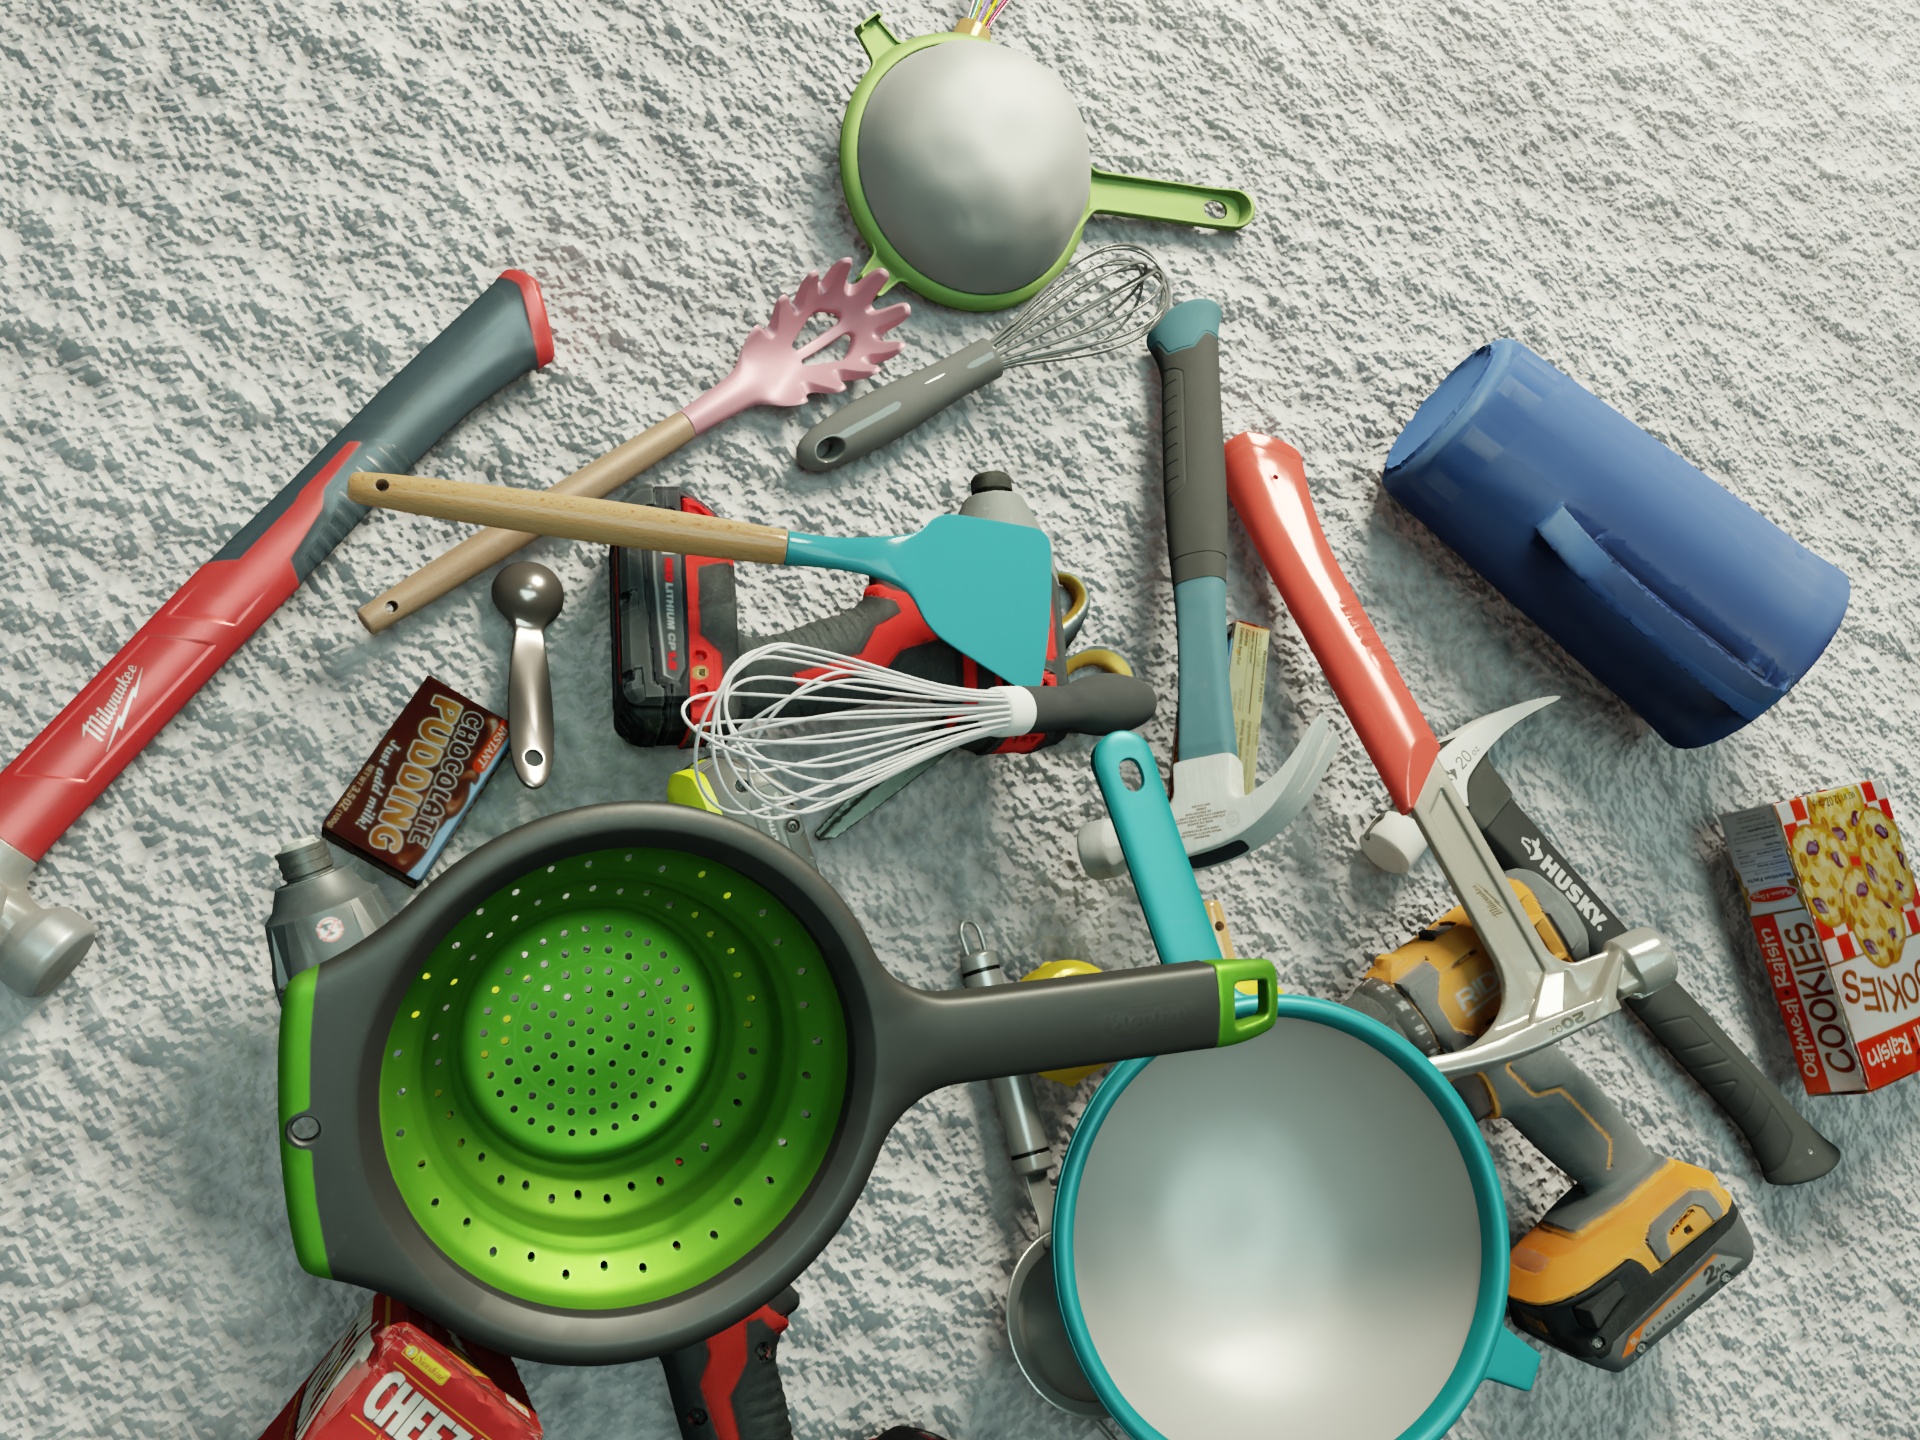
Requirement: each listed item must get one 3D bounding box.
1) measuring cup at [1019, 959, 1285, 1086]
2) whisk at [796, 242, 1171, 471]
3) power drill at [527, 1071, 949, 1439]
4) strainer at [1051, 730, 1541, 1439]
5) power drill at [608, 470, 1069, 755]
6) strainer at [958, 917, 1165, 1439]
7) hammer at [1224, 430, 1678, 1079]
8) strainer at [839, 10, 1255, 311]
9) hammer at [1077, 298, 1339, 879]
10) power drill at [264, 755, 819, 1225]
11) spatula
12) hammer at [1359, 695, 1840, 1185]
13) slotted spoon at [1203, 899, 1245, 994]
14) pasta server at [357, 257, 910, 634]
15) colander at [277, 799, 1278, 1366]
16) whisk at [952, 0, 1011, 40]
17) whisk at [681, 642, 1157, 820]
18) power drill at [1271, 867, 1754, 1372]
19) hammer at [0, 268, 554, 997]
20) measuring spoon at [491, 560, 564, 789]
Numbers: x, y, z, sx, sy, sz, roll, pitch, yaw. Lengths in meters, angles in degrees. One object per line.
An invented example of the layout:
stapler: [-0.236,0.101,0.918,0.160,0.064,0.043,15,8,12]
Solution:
measuring cup: [0.099,0.141,0.785,0.156,0.029,0.062,-3,69,-22]
whisk: [0.016,-0.191,0.851,0.239,0.055,0.055,-31,88,-16]
power drill: [-0.066,0.269,0.700,0.188,0.080,0.227,-30,85,-23]
strainer: [0.114,0.174,0.738,0.211,0.095,0.340,-15,79,-15]
power drill: [-0.056,-0.055,0.770,0.219,0.078,0.143,0,77,-16]
strainer: [0.037,0.220,0.764,0.086,0.050,0.259,-6,73,-34]
hammer: [0.213,0.003,0.826,0.149,0.036,0.359,-20,67,-9]
strainer: [0.064,-0.300,0.868,0.256,0.069,0.151,0,91,-24]
hammer: [0.123,-0.081,0.832,0.033,0.128,0.331,41,44,-53]
power drill: [-0.173,0.103,0.689,0.223,0.080,0.171,-20,97,-21]
spatula: [-0.105,-0.075,0.710,0.317,0.044,0.082,8,76,-12]
hammer: [0.381,0.135,0.904,0.334,0.035,0.146,47,68,-4]
slotted spoon: [0.159,0.246,0.806,0.070,0.031,0.314,-6,78,-25]
pasta server: [-0.154,-0.134,0.779,0.316,0.040,0.060,-38,102,-24]
colander: [-0.060,0.126,0.643,0.397,0.094,0.204,-3,93,-23]
whisk: [0.014,-0.409,0.911,0.047,0.051,0.245,16,74,22]
whisk: [-0.001,-0.003,0.680,0.284,0.070,0.070,-5,78,-48]
power drill: [0.277,0.216,0.815,0.185,0.084,0.226,-32,91,-14]
hammer: [-0.329,-0.075,0.710,0.143,0.038,0.386,38,68,-5]
measuring spoon: [-0.197,-0.025,0.733,0.034,0.018,0.124,7,55,-27]
